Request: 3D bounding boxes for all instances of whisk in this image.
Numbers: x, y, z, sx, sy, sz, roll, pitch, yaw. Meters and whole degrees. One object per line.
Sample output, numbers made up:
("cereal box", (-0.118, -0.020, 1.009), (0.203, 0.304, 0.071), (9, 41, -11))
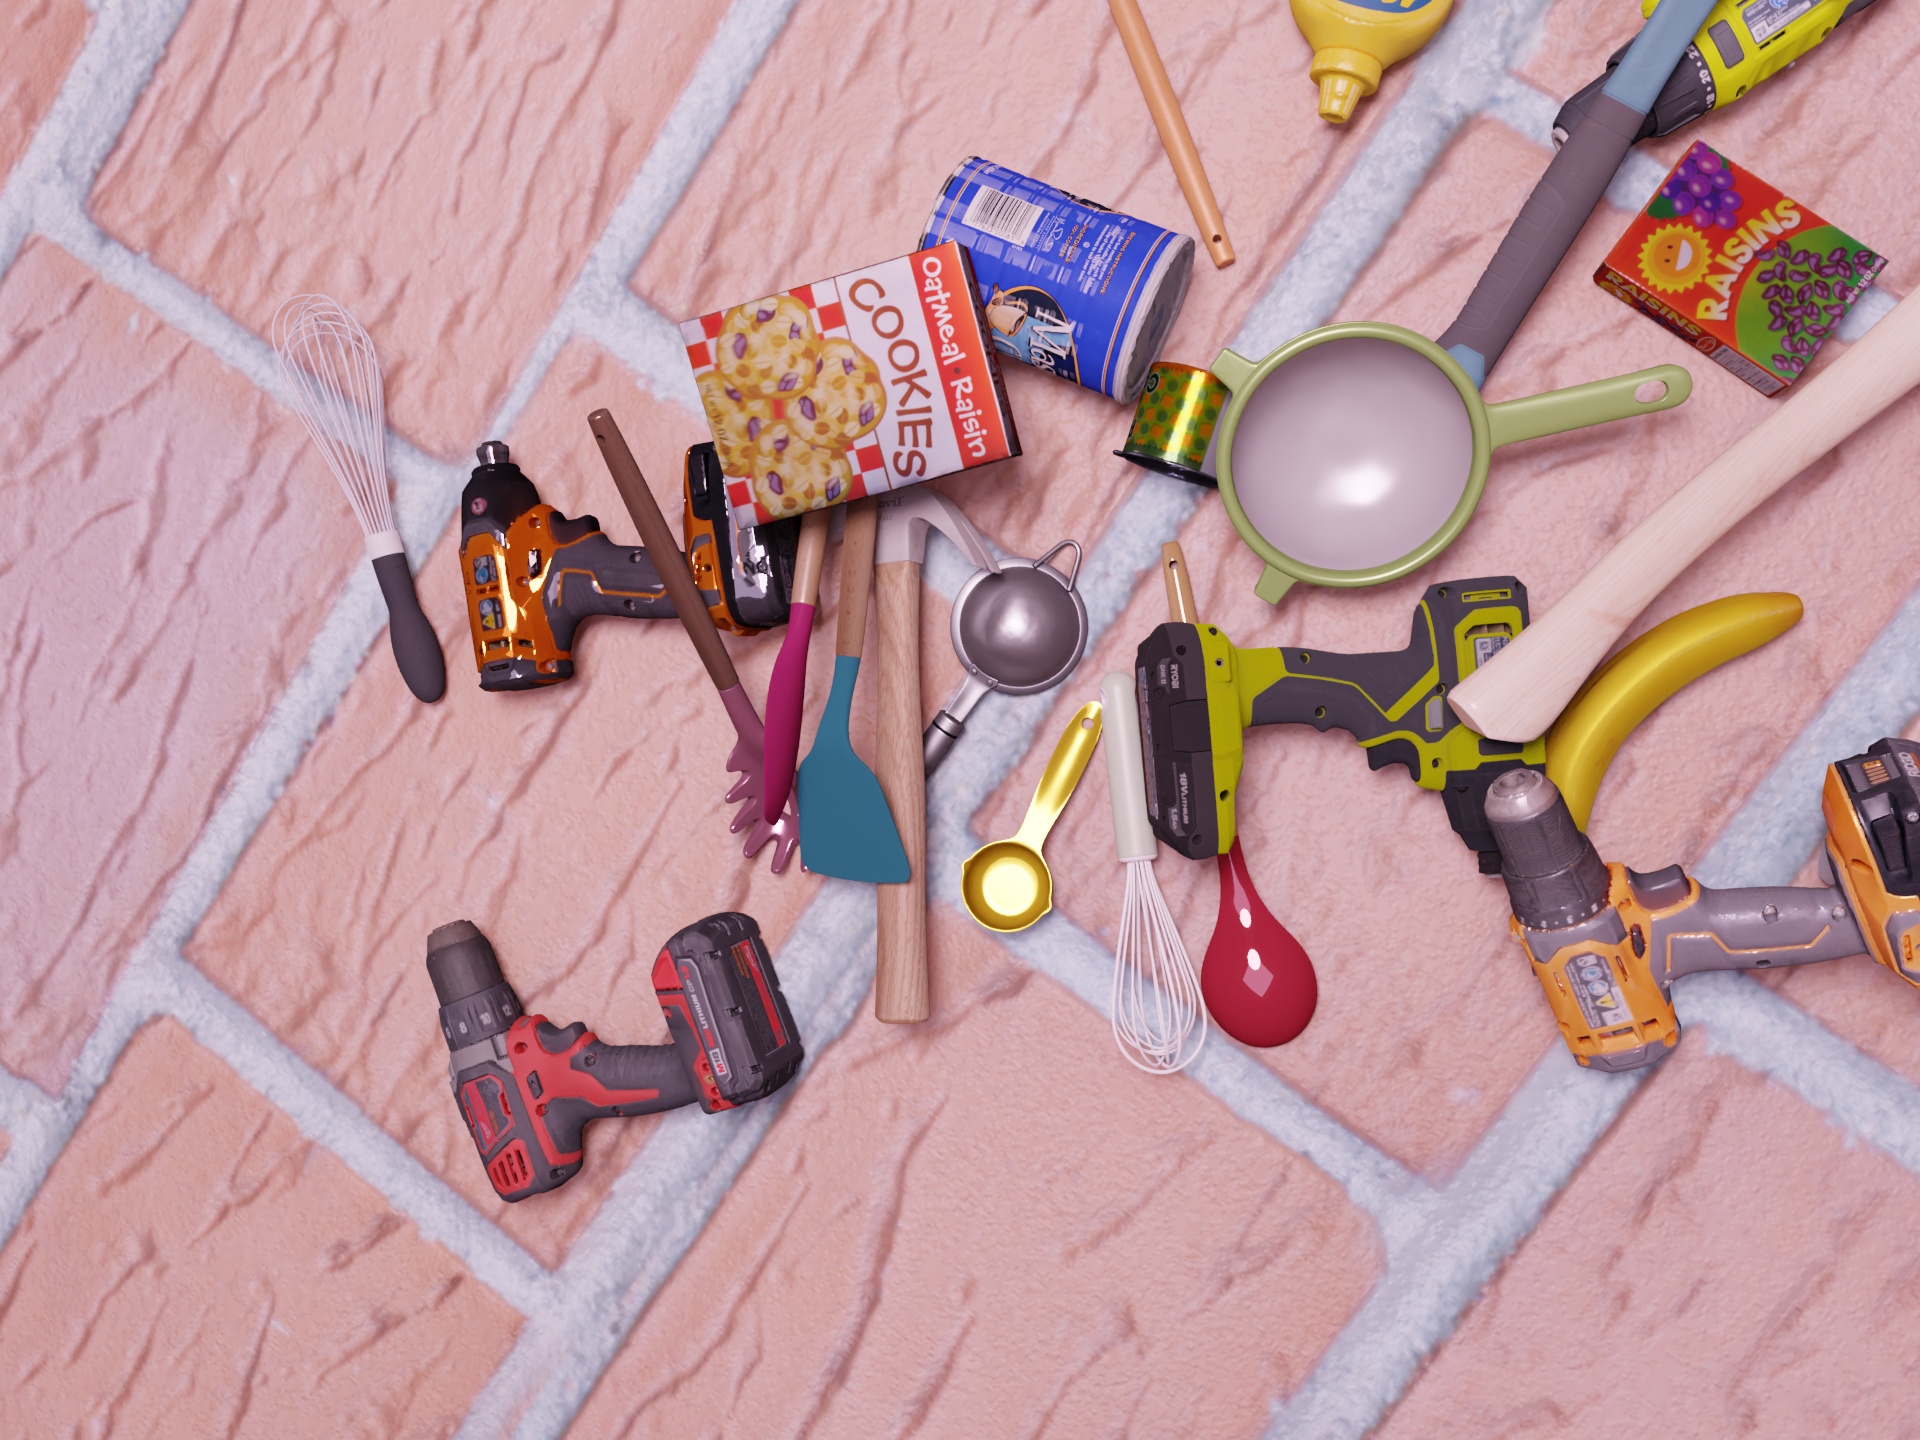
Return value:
("whisk", (-0.398, -0.148, 1.070), (0.070, 0.070, 0.284), (-15, 93, 12))
("whisk", (0.110, 0.091, 0.970), (0.059, 0.058, 0.246), (-6, 86, -8))

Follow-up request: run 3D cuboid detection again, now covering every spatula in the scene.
("spatula", (-0.060, -0.062, 0.962), (0.082, 0.044, 0.317), (2, 85, 34))
("spatula", (0.101, -0.427, 0.963), (0.081, 0.041, 0.322), (-22, 87, 11))

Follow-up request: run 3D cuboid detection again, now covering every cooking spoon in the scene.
("cooking spoon", (-0.092, -0.094, 0.965), (0.017, 0.068, 0.319), (5, 78, 7))

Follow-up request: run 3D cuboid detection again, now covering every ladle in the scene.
("ladle", (0.158, 0.045, 0.968), (0.069, 0.031, 0.315), (-11, 87, 11))

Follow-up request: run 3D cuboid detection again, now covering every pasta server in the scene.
("pasta server", (-0.154, -0.040, 0.956), (0.060, 0.040, 0.316), (-5, 124, 26))

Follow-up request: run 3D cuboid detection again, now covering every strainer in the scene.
("strainer", (0.273, -0.167, 0.905), (0.256, 0.069, 0.151), (-12, 109, 11))
("strainer", (-0.002, -0.003, 0.996), (0.087, 0.050, 0.258), (34, 102, -5))

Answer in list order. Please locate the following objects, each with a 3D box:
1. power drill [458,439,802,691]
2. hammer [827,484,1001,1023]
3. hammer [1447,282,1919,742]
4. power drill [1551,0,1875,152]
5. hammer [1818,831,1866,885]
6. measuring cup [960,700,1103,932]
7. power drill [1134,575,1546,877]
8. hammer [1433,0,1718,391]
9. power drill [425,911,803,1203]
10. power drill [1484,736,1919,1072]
("power drill", (-0.218, -0.116, 1.020), (0.226, 0.084, 0.164), (-10, 88, 16))
("hammer", (-0.035, 0.018, 0.974), (0.130, 0.031, 0.331), (-3, 86, 32))
("hammer", (0.423, -0.143, 0.854), (0.410, 0.038, 0.146), (-41, 101, 3))
("power drill", (0.373, -0.439, 0.865), (0.190, 0.080, 0.228), (-33, 102, 11))
("hammer", (0.581, -0.091, 0.837), (0.144, 0.035, 0.405), (11, 103, 11))
("measuring cup", (0.052, 0.060, 0.996), (0.062, 0.029, 0.156), (26, 85, 10))
("power drill", (0.219, 0.012, 0.916), (0.223, 0.080, 0.171), (-5, 89, 1))
("hammer", (0.349, -0.321, 0.861), (0.128, 0.033, 0.331), (28, 117, -1))
("power drill", (-0.236, 0.194, 1.033), (0.226, 0.080, 0.188), (-22, 86, 15))
("power drill", (0.406, 0.083, 0.849), (0.226, 0.084, 0.185), (-21, 108, 25))
